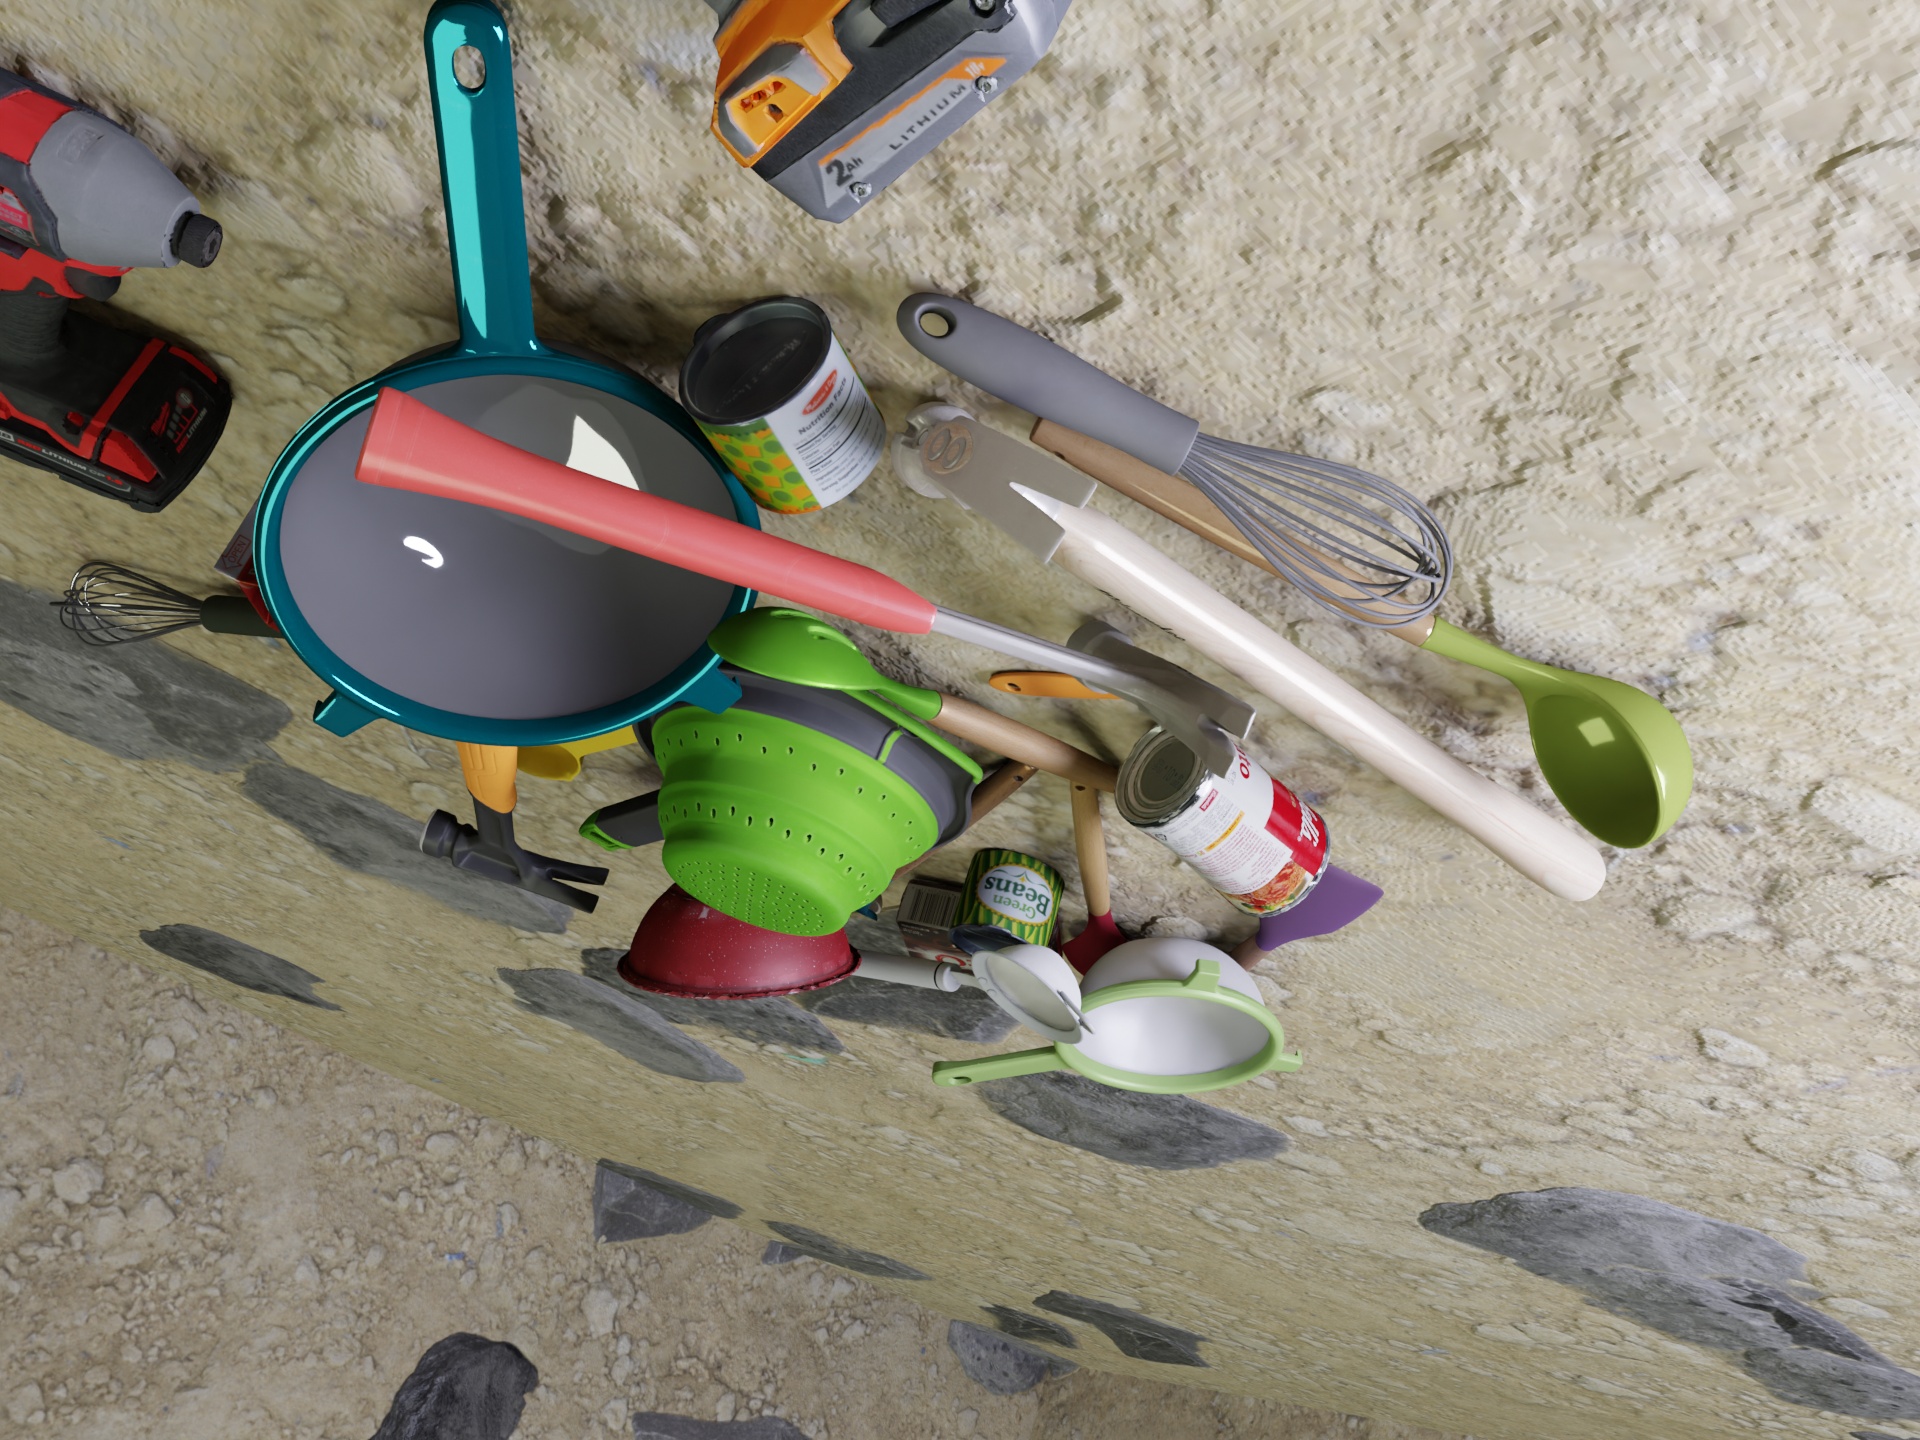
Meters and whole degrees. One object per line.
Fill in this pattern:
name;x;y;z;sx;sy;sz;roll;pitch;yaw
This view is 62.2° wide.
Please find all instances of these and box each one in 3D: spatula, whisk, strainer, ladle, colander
spatula;0.190;0.152;1.050;0.060;0.018;0.315;24;152;0
whisk;0.083;-0.102;0.608;0.239;0.055;0.055;26;153;-4
strainer;-0.002;0.167;1.047;0.258;0.050;0.086;0;133;44
ladle;0.089;0.108;1.024;0.069;0.031;0.315;5;149;13
strainer;-0.192;-0.140;0.671;0.211;0.095;0.340;-4;133;-13
spatula;-0.033;0.078;1.034;0.082;0.044;0.317;31;143;-15
whisk;-0.500;-0.071;1.054;0.246;0.058;0.059;5;-175;19
ladle;0.167;-0.039;0.663;0.320;0.062;0.078;26;170;-8
strainer;0.093;0.201;1.082;0.256;0.069;0.151;-17;138;28
colander;-0.152;0.076;0.970;0.204;0.095;0.397;34;151;-27

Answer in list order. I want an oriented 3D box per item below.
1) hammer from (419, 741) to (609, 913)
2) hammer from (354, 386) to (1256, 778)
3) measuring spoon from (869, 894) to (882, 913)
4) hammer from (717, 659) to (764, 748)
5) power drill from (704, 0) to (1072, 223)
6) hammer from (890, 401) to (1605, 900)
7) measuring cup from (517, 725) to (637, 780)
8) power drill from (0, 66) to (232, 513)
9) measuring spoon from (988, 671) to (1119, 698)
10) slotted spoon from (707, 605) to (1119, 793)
hammer;-0.276;0.038;0.959;0.127;0.034;0.336;20;155;-4
hammer;-0.058;-0.055;0.646;0.358;0.036;0.149;17;-169;-22
measuring spoon;-0.112;0.110;1.176;0.124;0.018;0.034;23;149;8
hammer;-0.136;0.026;1.008;0.130;0.031;0.331;18;154;4
power drill;-0.070;-0.248;0.394;0.226;0.084;0.164;37;148;-25
hammer;0.156;-0.009;0.687;0.410;0.038;0.146;30;-173;-28
measuring cup;-0.240;0.004;1.051;0.156;0.029;0.062;-15;140;30
power drill;-0.400;-0.193;0.720;0.143;0.079;0.219;23;150;-9
measuring spoon;0.067;-0.013;0.822;0.117;0.011;0.021;5;150;26
slotted spoon;-0.001;-0.002;0.778;0.070;0.031;0.313;31;-175;39
